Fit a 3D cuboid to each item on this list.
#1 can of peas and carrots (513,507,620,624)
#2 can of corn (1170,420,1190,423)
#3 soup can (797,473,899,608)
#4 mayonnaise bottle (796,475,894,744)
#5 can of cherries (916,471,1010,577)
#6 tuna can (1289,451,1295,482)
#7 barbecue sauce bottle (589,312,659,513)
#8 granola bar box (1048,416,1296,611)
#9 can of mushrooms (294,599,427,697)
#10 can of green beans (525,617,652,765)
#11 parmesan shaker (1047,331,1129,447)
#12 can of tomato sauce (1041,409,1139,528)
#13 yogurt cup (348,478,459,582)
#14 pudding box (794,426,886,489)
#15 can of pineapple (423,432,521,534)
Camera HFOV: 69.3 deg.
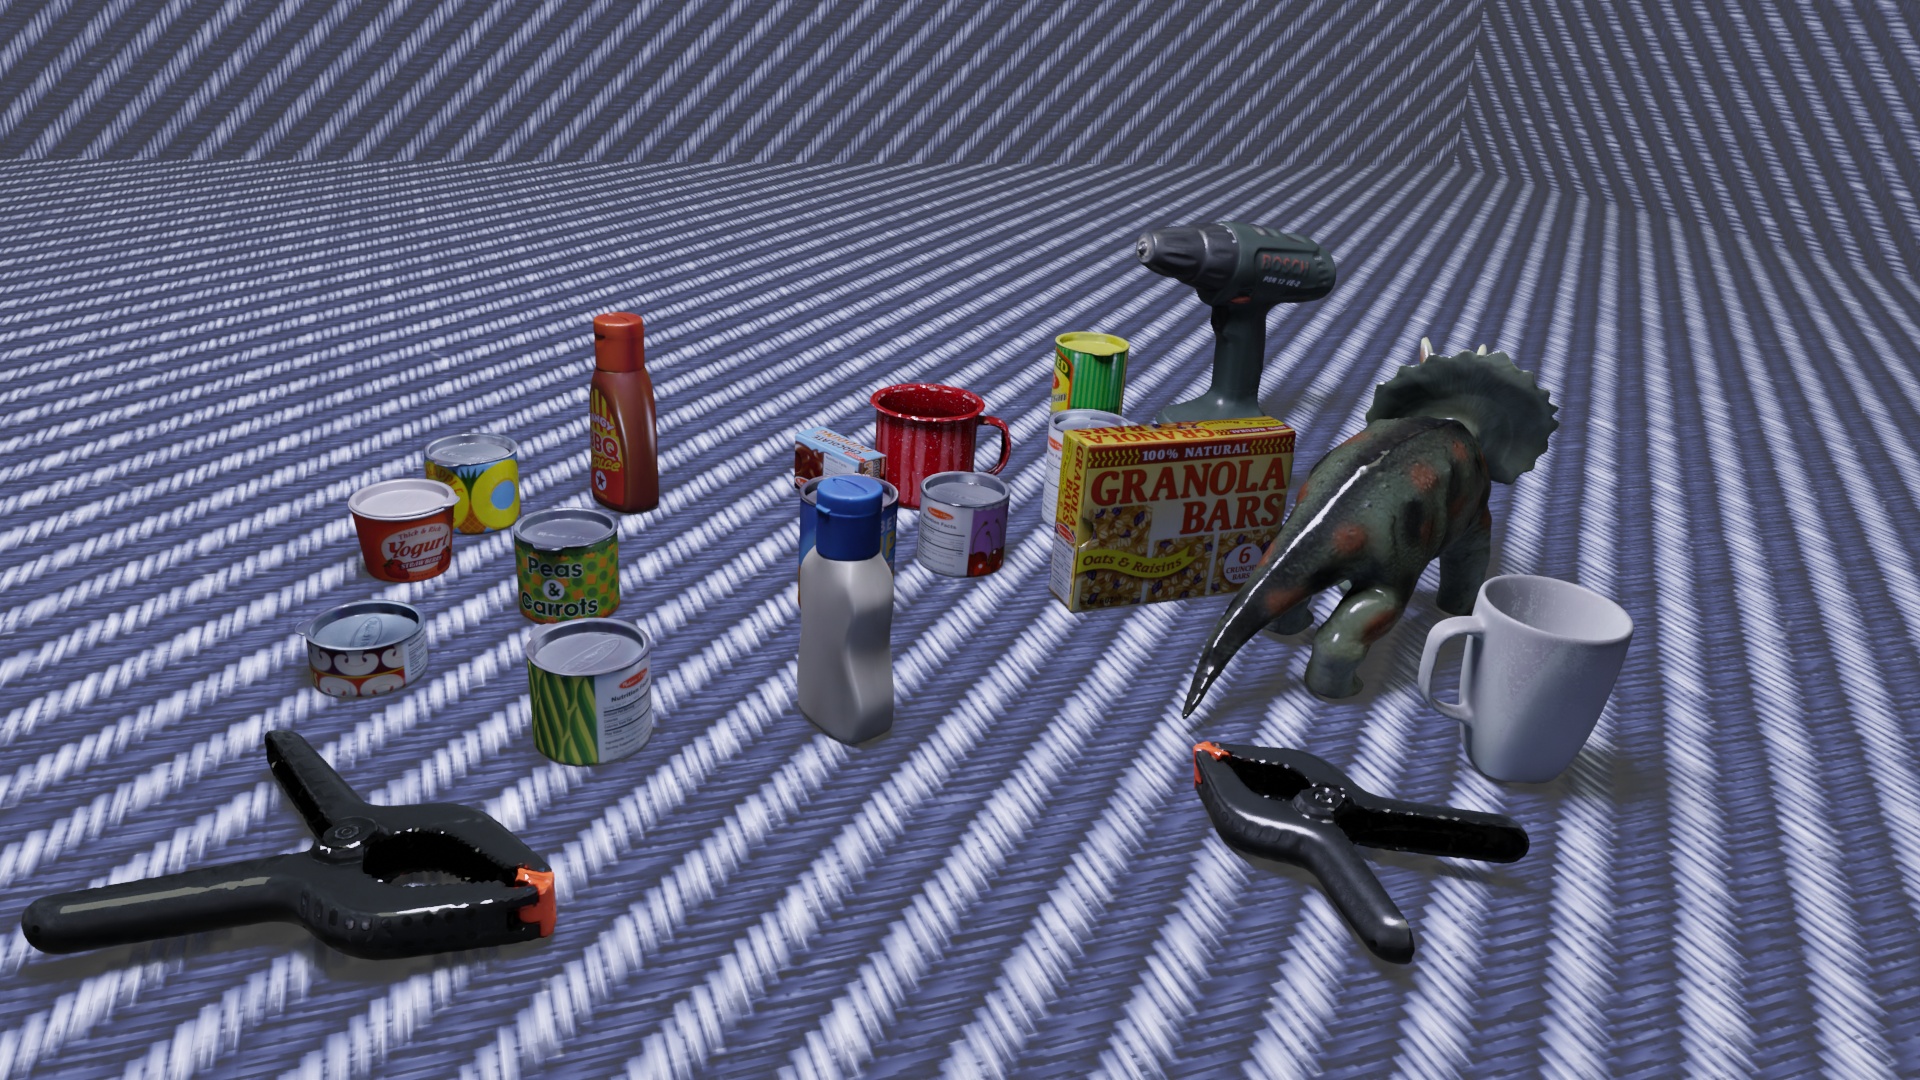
[{"bbox_3d":[-0.258,0.018,0.911,0.071,0.058,0.071,3,23,-1],"label":"can of peas and carrots"},{"bbox_3d":[0.195,-0.062,1.165,0.071,0.058,0.071,3,23,-1],"label":"can of corn"},{"bbox_3d":[-0.075,0.006,0.935,0.071,0.083,0.071,3,23,-1],"label":"soup can"},{"bbox_3d":[-0.064,0.038,0.784,0.041,0.147,0.065,-16,30,-39],"label":"mayonnaise bottle"},{"bbox_3d":[0.004,-0.013,1.022,0.071,0.058,0.072,3,23,-1],"label":"can of cherries"},{"bbox_3d":[0.256,-0.066,1.215,0.071,0.032,0.071,3,23,-1],"label":"tuna can"},{"bbox_3d":[-0.260,-0.099,1.066,0.044,0.147,0.065,-17,31,-40],"label":"barbecue sauce bottle"},{"bbox_3d":[0.150,-0.020,0.980,0.166,0.123,0.039,-6,25,-21],"label":"granola bar box"},{"bbox_3d":[-0.354,0.063,0.823,0.071,0.033,0.071,3,23,-1],"label":"can of mushrooms"},{"bbox_3d":[-0.205,0.083,0.770,0.071,0.057,0.071,3,23,-1],"label":"can of green beans"},{"bbox_3d":[0.114,-0.129,1.250,0.071,0.102,0.071,3,23,-1],"label":"parmesan shaker"},{"bbox_3d":[0.102,-0.055,1.103,0.071,0.082,0.071,3,23,-1],"label":"can of tomato sauce"},{"bbox_3d":[-0.381,-0.006,0.953,0.072,0.053,0.073,3,23,-1],"label":"yogurt cup"},{"bbox_3d":[-0.098,-0.056,1.117,0.030,0.049,0.084,-18,32,-41],"label":"pudding box"},{"bbox_3d":[-0.364,-0.042,1.033,0.071,0.057,0.071,3,23,-1],"label":"can of pineapple"}]
